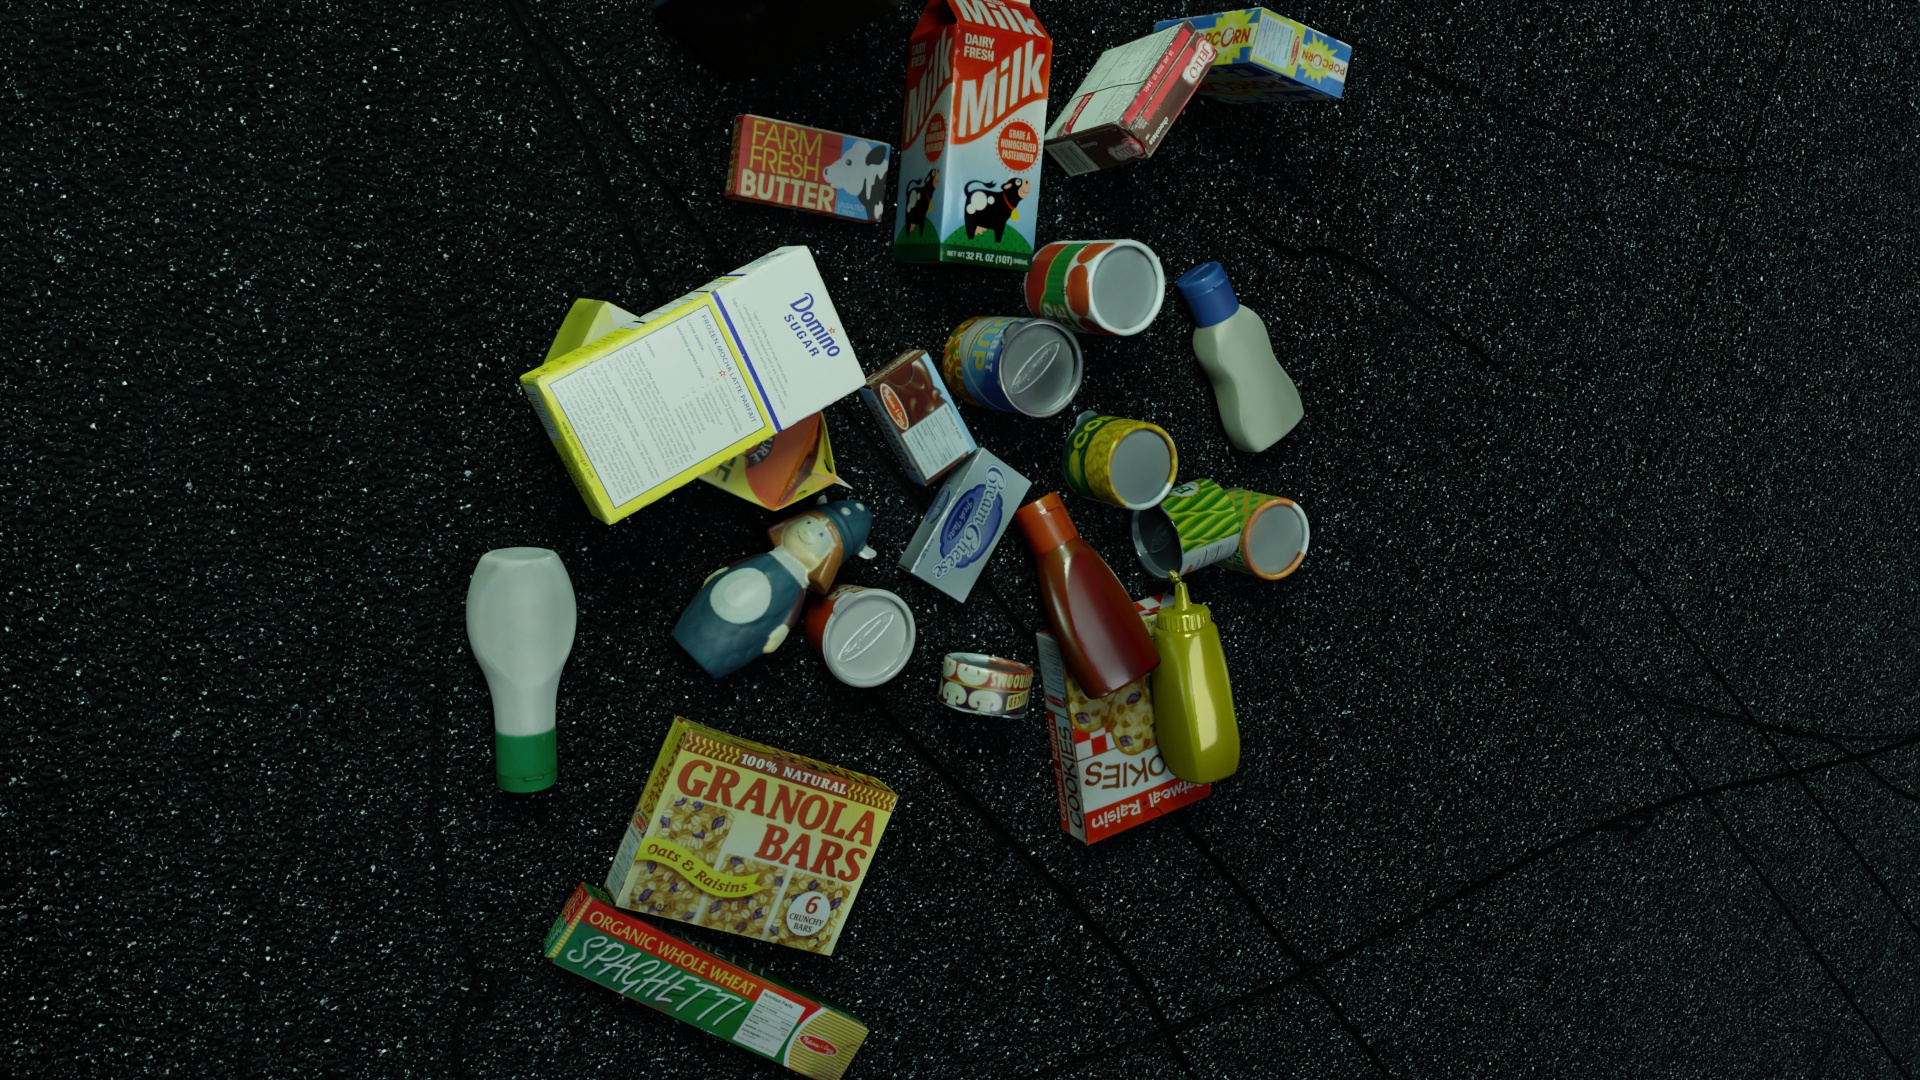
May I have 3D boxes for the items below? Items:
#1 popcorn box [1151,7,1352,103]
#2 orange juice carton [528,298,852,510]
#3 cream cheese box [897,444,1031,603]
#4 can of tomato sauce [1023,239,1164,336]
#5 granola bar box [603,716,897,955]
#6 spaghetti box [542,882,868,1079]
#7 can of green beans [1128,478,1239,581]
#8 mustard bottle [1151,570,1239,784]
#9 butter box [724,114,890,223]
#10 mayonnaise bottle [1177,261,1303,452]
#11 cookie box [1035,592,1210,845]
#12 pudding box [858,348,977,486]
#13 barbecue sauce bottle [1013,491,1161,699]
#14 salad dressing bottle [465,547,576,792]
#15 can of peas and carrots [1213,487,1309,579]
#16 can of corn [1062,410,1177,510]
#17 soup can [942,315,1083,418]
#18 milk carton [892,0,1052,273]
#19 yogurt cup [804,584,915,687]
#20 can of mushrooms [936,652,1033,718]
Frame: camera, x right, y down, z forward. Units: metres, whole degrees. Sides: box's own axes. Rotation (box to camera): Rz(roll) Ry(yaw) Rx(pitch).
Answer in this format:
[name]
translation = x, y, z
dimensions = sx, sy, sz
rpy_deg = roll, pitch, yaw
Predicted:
[popcorn box]
translation = 0.201, -0.341, 0.984
dimensions = 0.085, 0.127, 0.038
rpy_deg = 10, 99, -30
[orange juice carton]
translation = -0.159, -0.076, 0.868
dimensions = 0.192, 0.072, 0.073
rpy_deg = 25, 88, -30
[cream cheese box]
translation = 0.004, -0.013, 0.997
dimensions = 0.053, 0.024, 0.104
rpy_deg = 33, 83, -31
[can of tomato sauce]
translation = 0.094, -0.177, 0.981
dimensions = 0.071, 0.083, 0.071
rpy_deg = -6, 102, -28
[granola bar box]
translation = -0.141, 0.204, 0.950
dimensions = 0.165, 0.039, 0.124
rpy_deg = 24, 88, -30
[spaghetti box]
translation = -0.171, 0.309, 0.959
dimensions = 0.249, 0.029, 0.050
rpy_deg = 37, 81, -29
[can of green beans]
translation = 0.172, -0.009, 1.066
dimensions = 0.058, 0.071, 0.071
rpy_deg = -19, 109, -25
[mustard bottle]
translation = 0.173, 0.100, 1.044
dimensions = 0.049, 0.065, 0.160
rpy_deg = -11, 100, -23
[butter box]
translation = -0.098, -0.239, 0.898
dimensions = 0.104, 0.024, 0.053
rpy_deg = 3, 98, -30
[mayonnaise bottle]
translation = 0.214, -0.144, 1.079
dimensions = 0.065, 0.041, 0.147
rpy_deg = -38, 114, -19
[cookie box]
translation = 0.130, 0.139, 1.086
dimensions = 0.123, 0.040, 0.167
rpy_deg = -15, 106, -26
[pudding box]
translation = -0.029, -0.086, 0.962
dimensions = 0.050, 0.030, 0.083
rpy_deg = -37, 115, -17
[barbecue sauce bottle]
translation = 0.088, 0.038, 1.014
dimensions = 0.065, 0.043, 0.148
rpy_deg = -26, 88, -30
[salad dressing bottle]
translation = -0.269, 0.080, 0.854
dimensions = 0.064, 0.044, 0.147
rpy_deg = -4, 103, -30
[can of peas and carrots]
translation = 0.232, -0.004, 1.104
dimensions = 0.071, 0.059, 0.070
rpy_deg = -6, 102, -28
[can of corn]
translation = 0.118, -0.061, 1.031
dimensions = 0.071, 0.058, 0.071
rpy_deg = -6, 103, -28
[soup can]
translation = 0.033, -0.123, 0.958
dimensions = 0.071, 0.084, 0.071
rpy_deg = -6, 102, -28
[milk carton]
translation = 0.008, -0.277, 0.921
dimensions = 0.072, 0.073, 0.190
rpy_deg = 1, 99, -29
[yogurt cup]
translation = -0.072, 0.062, 0.952
dimensions = 0.072, 0.054, 0.072
rpy_deg = -6, 103, -28
[can of mushrooms]
translation = 0.020, 0.104, 1.001
dimensions = 0.071, 0.071, 0.033
rpy_deg = 8, 95, -30
